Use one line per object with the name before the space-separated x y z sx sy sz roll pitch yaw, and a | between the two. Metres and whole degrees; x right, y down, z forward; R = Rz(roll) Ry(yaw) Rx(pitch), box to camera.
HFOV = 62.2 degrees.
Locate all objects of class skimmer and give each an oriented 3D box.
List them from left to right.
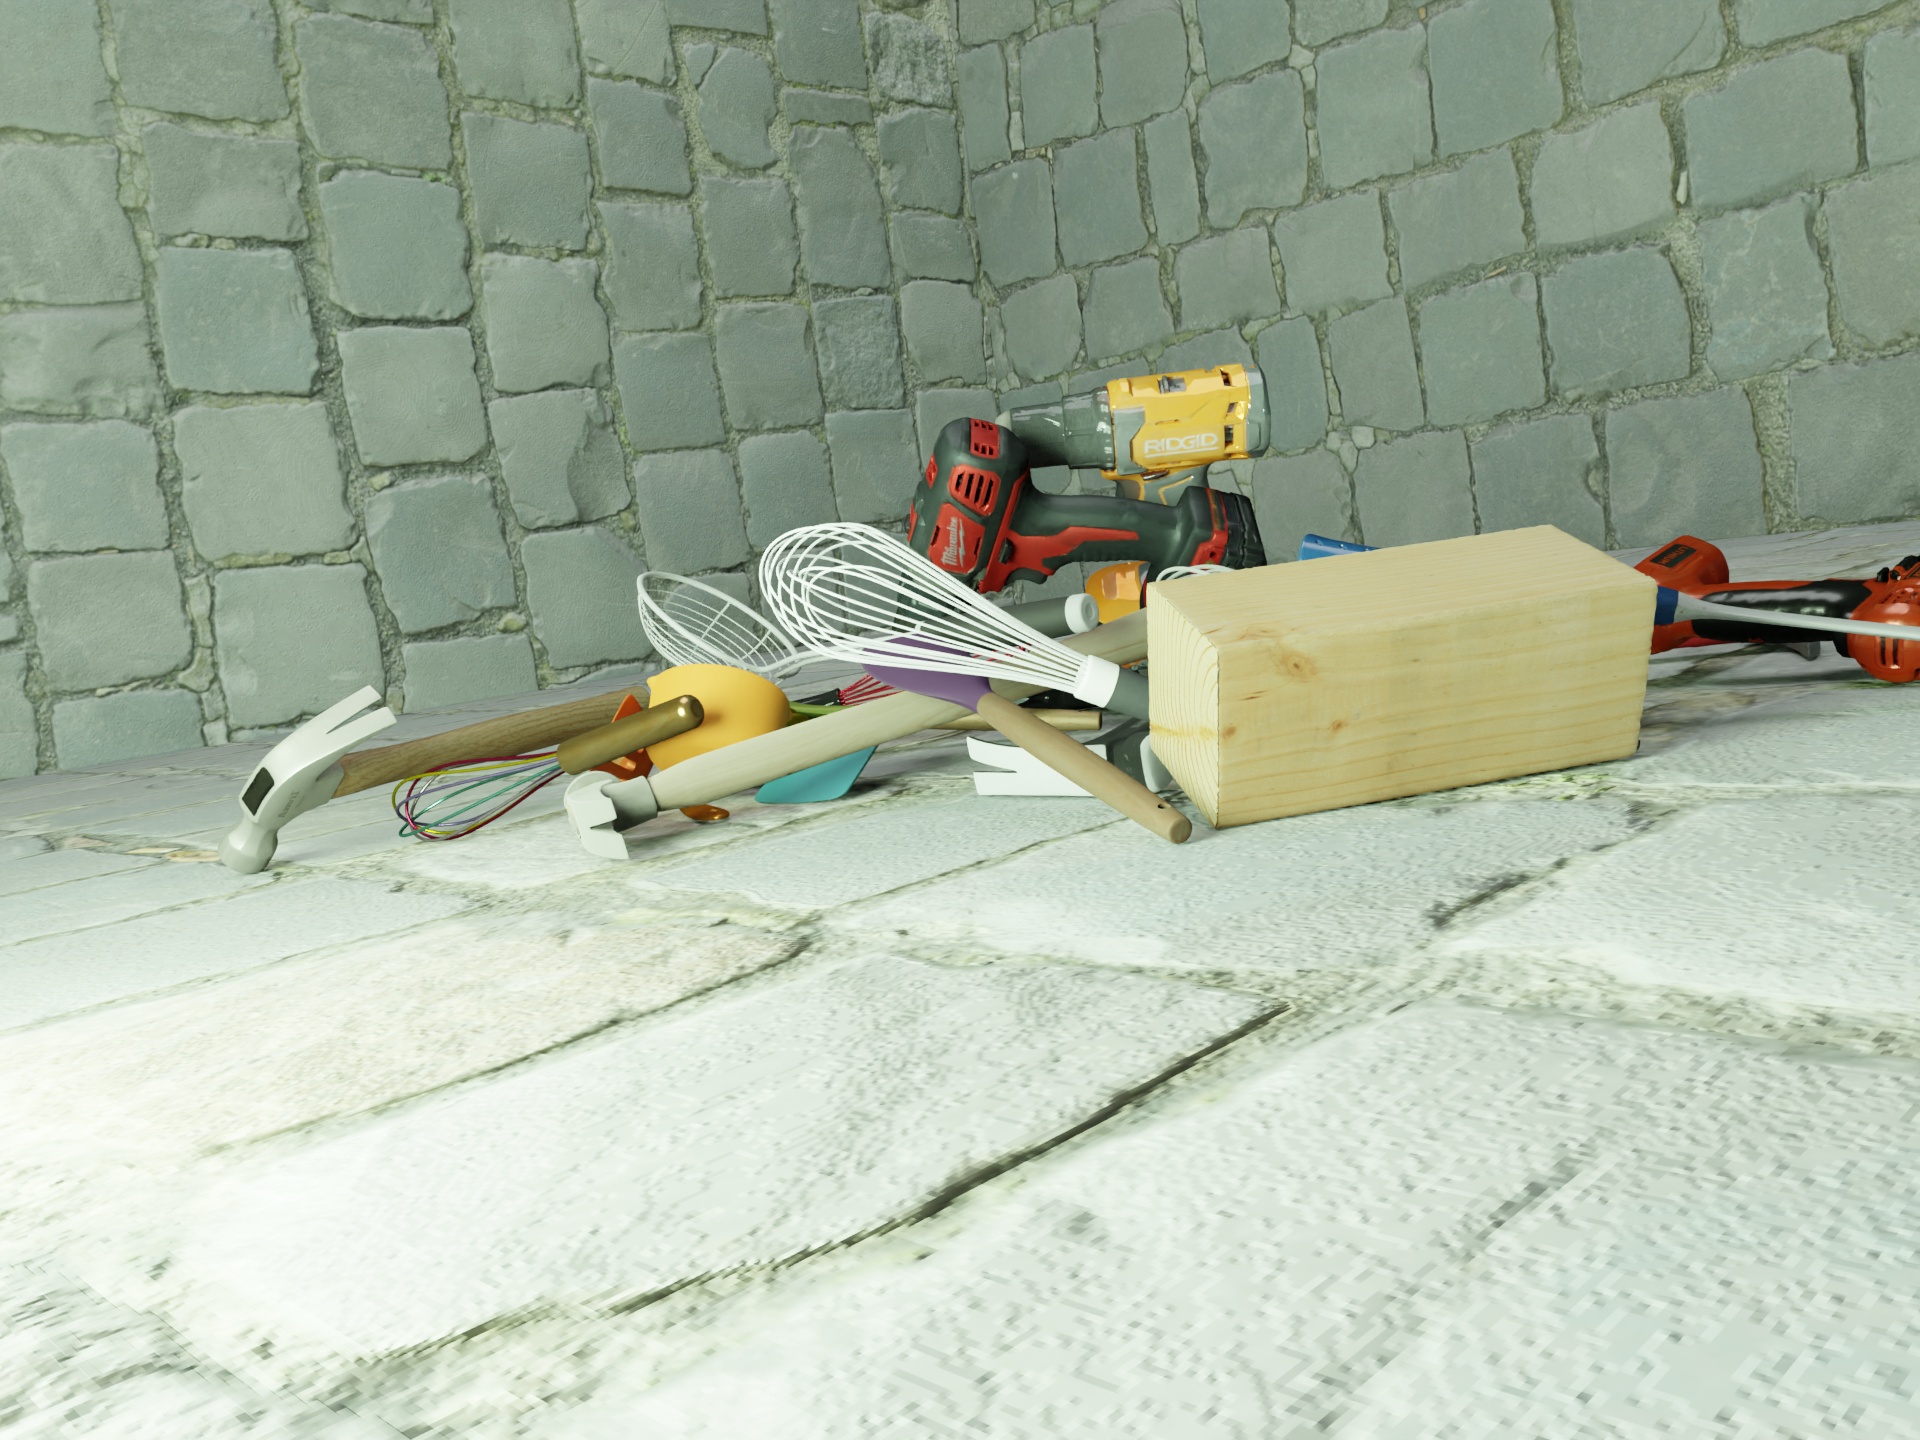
skimmer | -0.067 -0.076 1.028 0.363 0.090 0.127 -6 -13 39

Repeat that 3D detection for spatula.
spatula | -0.248 0.029 1.146 0.041 0.081 0.322 25 -7 -13
spatula | -0.002 -0.003 1.076 0.082 0.044 0.317 -5 8 43
spatula | 0.024 0.000 0.808 0.059 0.018 0.316 -15 24 -22

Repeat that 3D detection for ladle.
ladle | -0.053 0.009 1.175 0.320 0.062 0.078 1 6 17

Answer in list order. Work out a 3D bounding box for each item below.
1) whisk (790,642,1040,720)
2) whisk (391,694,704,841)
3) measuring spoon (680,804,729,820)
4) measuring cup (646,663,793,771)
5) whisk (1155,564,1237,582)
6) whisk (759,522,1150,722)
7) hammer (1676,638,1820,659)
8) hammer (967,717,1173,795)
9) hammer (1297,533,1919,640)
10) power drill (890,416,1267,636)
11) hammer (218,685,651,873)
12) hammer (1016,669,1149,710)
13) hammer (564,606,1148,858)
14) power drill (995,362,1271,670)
whisk | -0.077 -0.021 1.278 0.296 0.073 0.073 -17 5 6
whisk | -0.258 0.028 0.970 0.245 0.047 0.051 -19 9 26
measuring spoon | -0.162 0.051 0.980 0.021 0.011 0.117 -10 6 -21
measuring cup | -0.170 0.026 1.030 0.095 0.052 0.173 15 -32 -18
whisk | 0.218 -0.039 0.884 0.246 0.059 0.058 20 61 27
whisk | 0.038 -0.031 0.783 0.284 0.070 0.070 19 2 -8
hammer | 0.385 -0.048 1.118 0.386 0.038 0.143 -6 8 19
hammer | 0.149 -0.021 0.965 0.127 0.034 0.337 -2 15 40
hammer | 0.373 -0.056 0.804 0.405 0.035 0.144 9 13 23
power drill | 0.068 -0.092 1.059 0.226 0.187 0.080 12 38 -10
hammer | -0.328 0.015 1.073 0.130 0.031 0.331 -50 -16 29
hammer | 0.162 -0.019 1.142 0.146 0.035 0.335 -10 6 -27
hammer | -0.023 -0.005 0.921 0.410 0.038 0.146 -18 8 -16
power drill | 0.122 -0.141 1.119 0.185 0.226 0.084 -6 44 3
